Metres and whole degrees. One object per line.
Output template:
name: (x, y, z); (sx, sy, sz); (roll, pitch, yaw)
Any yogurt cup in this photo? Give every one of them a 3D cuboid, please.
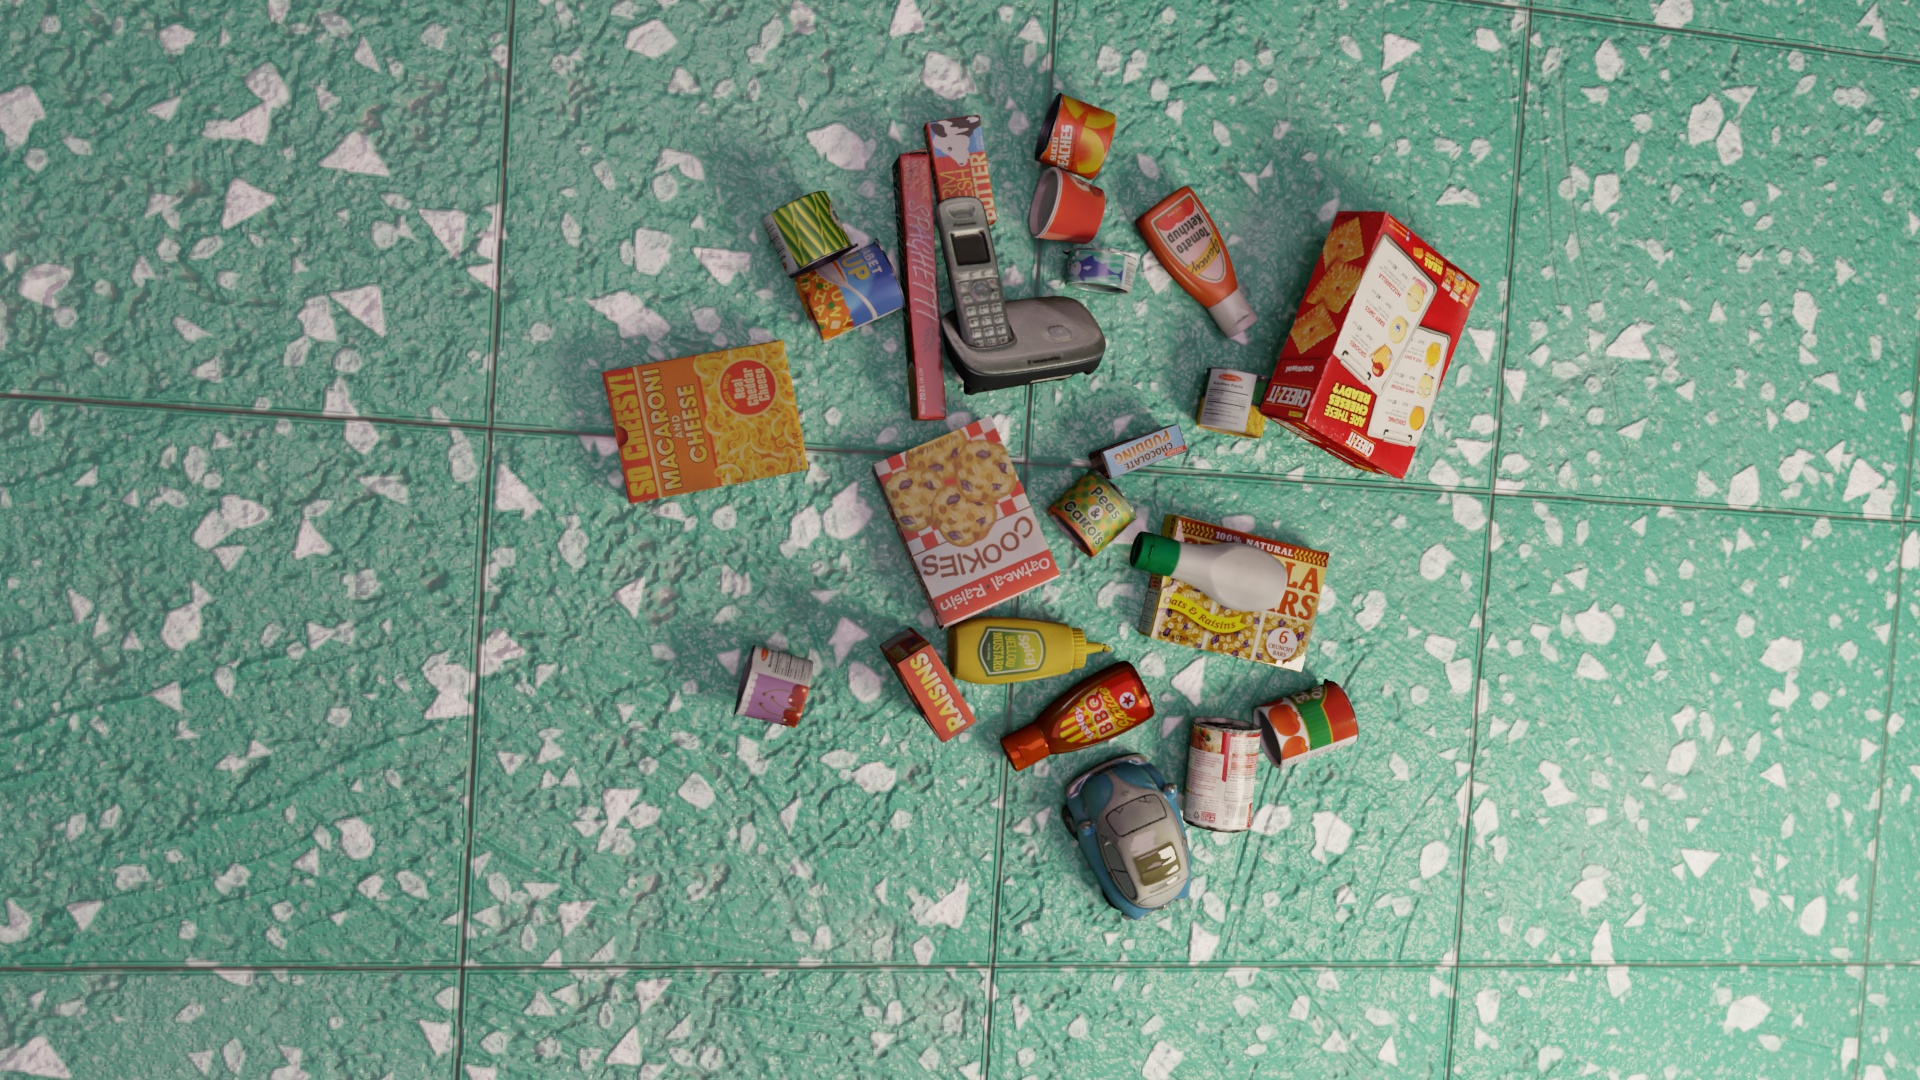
yogurt cup: (0.102, -0.315, 1.320); (0.054, 0.072, 0.072); (12, 91, -19)

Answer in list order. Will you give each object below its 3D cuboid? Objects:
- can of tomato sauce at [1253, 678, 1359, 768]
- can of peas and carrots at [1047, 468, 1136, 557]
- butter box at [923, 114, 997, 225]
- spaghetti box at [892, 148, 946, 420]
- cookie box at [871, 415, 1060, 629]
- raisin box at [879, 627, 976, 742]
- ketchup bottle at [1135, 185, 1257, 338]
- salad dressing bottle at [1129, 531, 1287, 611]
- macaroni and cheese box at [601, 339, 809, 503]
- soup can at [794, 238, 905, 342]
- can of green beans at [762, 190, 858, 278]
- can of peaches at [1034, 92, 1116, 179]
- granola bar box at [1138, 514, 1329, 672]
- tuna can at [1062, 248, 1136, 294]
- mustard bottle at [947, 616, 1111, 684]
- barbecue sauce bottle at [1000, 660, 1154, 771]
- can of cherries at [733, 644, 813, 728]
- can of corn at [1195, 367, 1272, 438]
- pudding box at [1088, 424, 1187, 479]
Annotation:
can of tomato sauce: (0.343, 0.182, 1.387); (0.083, 0.071, 0.071); (-17, 96, -8)
can of peas and carrots: (0.126, -0.026, 1.334); (0.059, 0.071, 0.071); (-43, 99, -5)
butter box: (0.000, -0.348, 1.319); (0.053, 0.024, 0.103); (-11, 95, -10)
spaghetti box: (-0.038, -0.237, 1.304); (0.029, 0.050, 0.249); (-5, 93, -11)
cookie box: (0.005, -0.017, 1.316); (0.123, 0.040, 0.167); (-23, 87, -9)
raisin box: (-0.032, 0.131, 1.285); (0.040, 0.123, 0.086); (-31, 98, -8)
ketchup bottle: (0.235, -0.268, 1.357); (0.065, 0.043, 0.148); (-36, 99, -7)
salad dressing bottle: (0.237, 0.026, 1.330); (0.148, 0.044, 0.064); (15, 89, -10)
macaroni and cheese box: (-0.234, -0.110, 1.279); (0.167, 0.040, 0.123); (-12, 94, -10)
soup can: (-0.103, -0.231, 1.283); (0.084, 0.071, 0.071); (-25, 97, -8)
can of green beans: (-0.140, -0.281, 1.275); (0.071, 0.071, 0.057); (-27, 97, -8)
can of peaches: (0.109, -0.380, 1.315); (0.058, 0.071, 0.071); (17, 90, -12)
granola bar box: (0.272, 0.053, 1.380); (0.166, 0.039, 0.124); (13, 90, -11)
tuna can: (0.131, -0.257, 1.327); (0.071, 0.071, 0.033); (7, 93, -11)
mustard bottle: (0.069, 0.104, 1.340); (0.160, 0.049, 0.065); (-2, 89, -10)
barbecue sauce bottle: (0.112, 0.176, 1.355); (0.149, 0.043, 0.064); (-26, 98, -8)
can of cherries: (-0.174, 0.138, 1.291); (0.058, 0.071, 0.071); (16, 90, -12)
can of corn: (0.269, -0.134, 1.359); (0.071, 0.071, 0.058); (12, 92, -11)
pudding box: (0.171, -0.086, 1.350); (0.084, 0.049, 0.030); (-20, 95, -10)
